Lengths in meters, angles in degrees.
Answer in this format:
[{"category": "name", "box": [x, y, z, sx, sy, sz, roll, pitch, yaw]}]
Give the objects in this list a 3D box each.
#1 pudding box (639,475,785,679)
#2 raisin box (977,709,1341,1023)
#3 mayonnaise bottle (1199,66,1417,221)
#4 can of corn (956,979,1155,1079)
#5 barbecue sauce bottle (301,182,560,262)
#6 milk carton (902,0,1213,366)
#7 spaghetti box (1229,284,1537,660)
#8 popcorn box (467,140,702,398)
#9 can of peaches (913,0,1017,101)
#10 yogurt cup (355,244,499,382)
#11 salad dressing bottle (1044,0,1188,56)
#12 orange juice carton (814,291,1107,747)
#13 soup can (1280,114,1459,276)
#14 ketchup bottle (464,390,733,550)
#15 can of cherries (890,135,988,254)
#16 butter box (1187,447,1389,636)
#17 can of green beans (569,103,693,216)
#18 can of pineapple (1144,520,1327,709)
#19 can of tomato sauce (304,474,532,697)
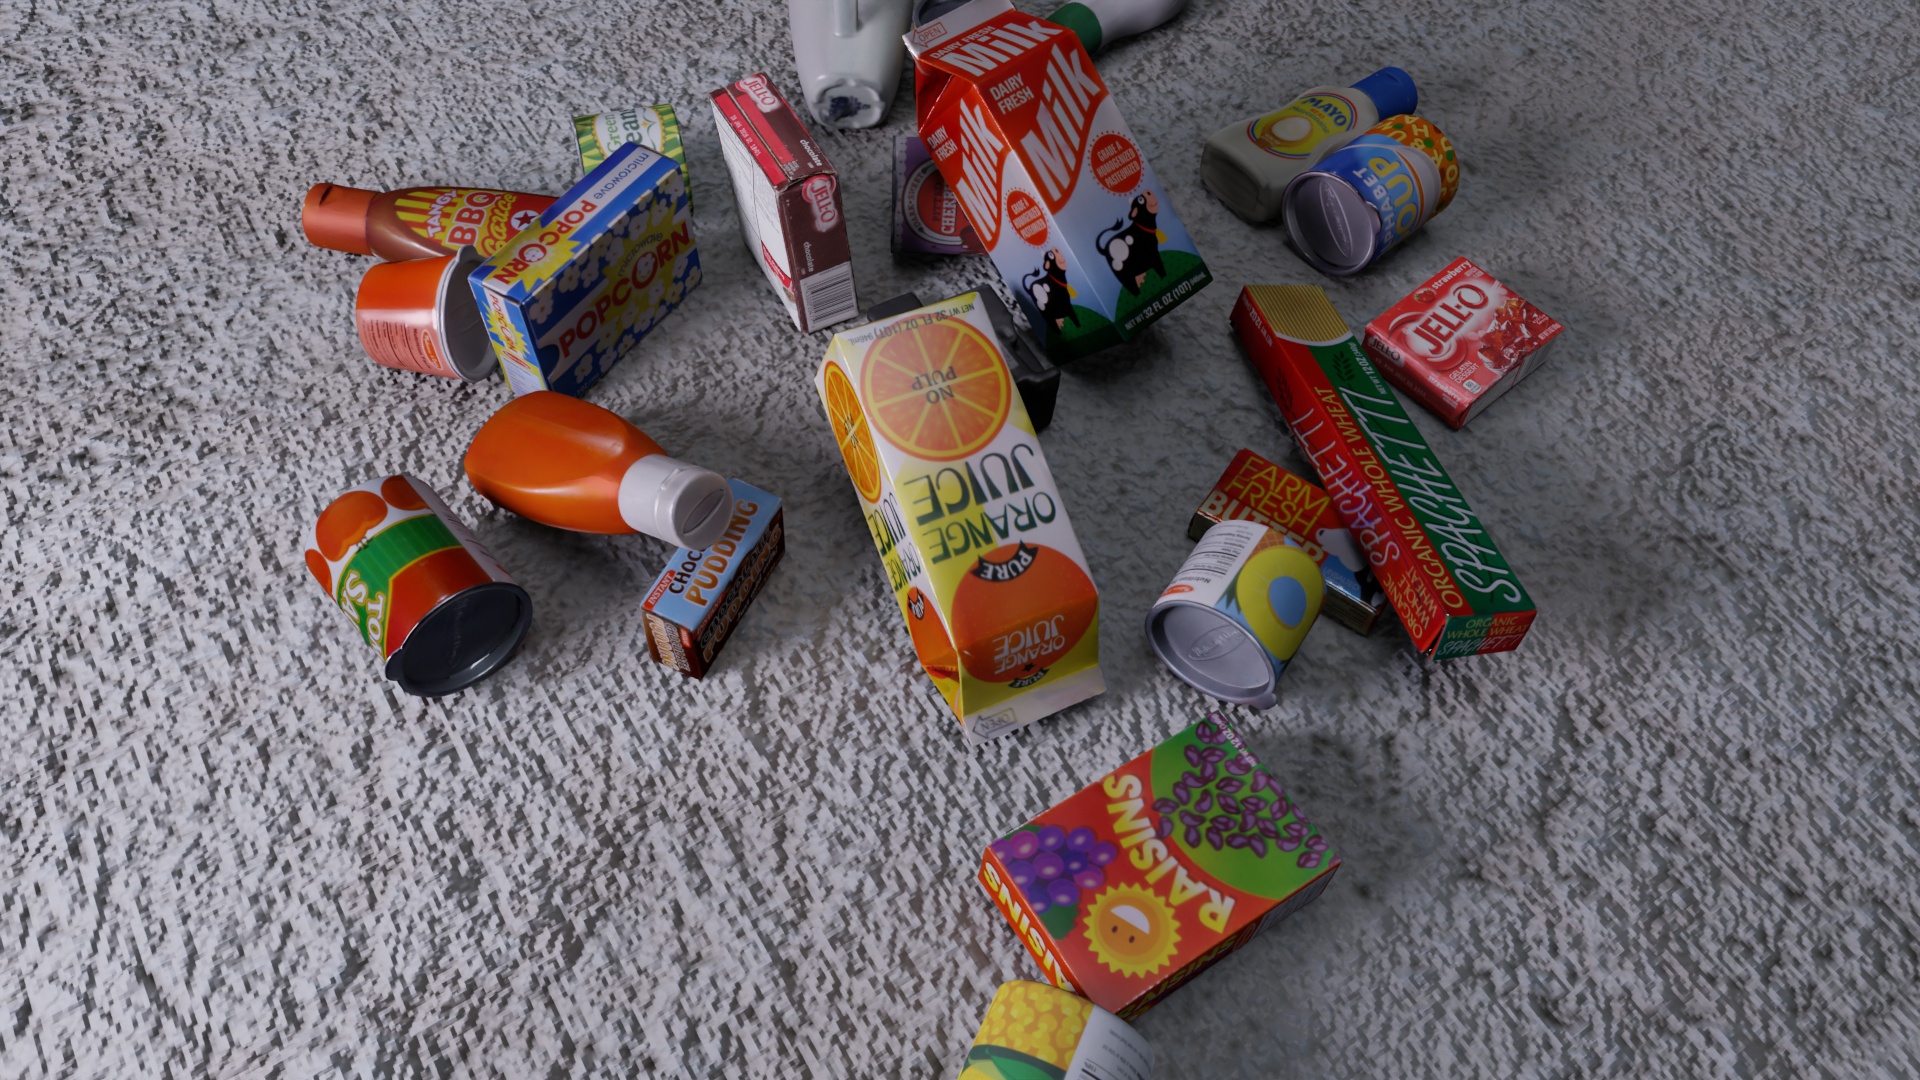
[{"category": "pudding box", "box": [-0.115, 0.017, 0.651, 0.030, 0.049, 0.084, 22, 57, 11]}, {"category": "raisin box", "box": [0.082, 0.138, 0.583, 0.124, 0.039, 0.086, -26, 61, -21]}, {"category": "mayonnaise bottle", "box": [0.221, -0.251, 0.863, 0.148, 0.041, 0.065, -32, 61, -22]}, {"category": "can of corn", "box": [0.030, 0.206, 0.518, 0.071, 0.070, 0.058, 22, 56, 12]}, {"category": "barbecue sauce bottle", "box": [-0.289, -0.171, 0.778, 0.148, 0.043, 0.065, 9, 57, 4]}, {"category": "milk carton", "box": [0.045, -0.195, 0.737, 0.072, 0.073, 0.190, -35, 100, -24]}, {"category": "spaghetti box", "box": [0.205, -0.045, 0.701, 0.050, 0.028, 0.251, -3, 46, -16]}, {"category": "popcorn box", "box": [-0.194, -0.139, 0.735, 0.038, 0.084, 0.127, 27, 58, 17]}, {"category": "can of peaches", "box": [0.003, -0.310, 0.883, 0.071, 0.057, 0.071, 1, 55, -1]}, {"category": "yogurt cup", "box": [-0.278, -0.118, 0.730, 0.054, 0.072, 0.073, 3, 55, 9]}, {"category": "salad dressing bottle", "box": [0.102, -0.360, 0.932, 0.064, 0.043, 0.148, 35, 61, 19]}, {"category": "orange juice carton", "box": [0.002, -0.008, 0.639, 0.072, 0.073, 0.193, -19, 84, -16]}, {"category": "soup can", "box": [0.243, -0.203, 0.813, 0.084, 0.071, 0.071, -36, 64, -25]}, {"category": "ketchup bottle", "box": [-0.169, -0.031, 0.653, 0.149, 0.043, 0.065, 18, 57, 38]}, {"category": "can of cherries", "box": [-0.011, -0.197, 0.795, 0.058, 0.071, 0.072, 1, 55, -3]}, {"category": "butter box", "box": [0.171, -0.001, 0.694, 0.103, 0.024, 0.053, 31, 58, 18]}, {"category": "can of green beans", "box": [-0.189, -0.214, 0.800, 0.058, 0.071, 0.071, -13, 57, -12]}, {"category": "can of pineapple", "box": [0.129, 0.034, 0.644, 0.071, 0.070, 0.058, 30, 59, 17]}, {"category": "can of tomato sauce", "box": [-0.248, 0.021, 0.631, 0.071, 0.070, 0.083, -37, 63, -25]}]
